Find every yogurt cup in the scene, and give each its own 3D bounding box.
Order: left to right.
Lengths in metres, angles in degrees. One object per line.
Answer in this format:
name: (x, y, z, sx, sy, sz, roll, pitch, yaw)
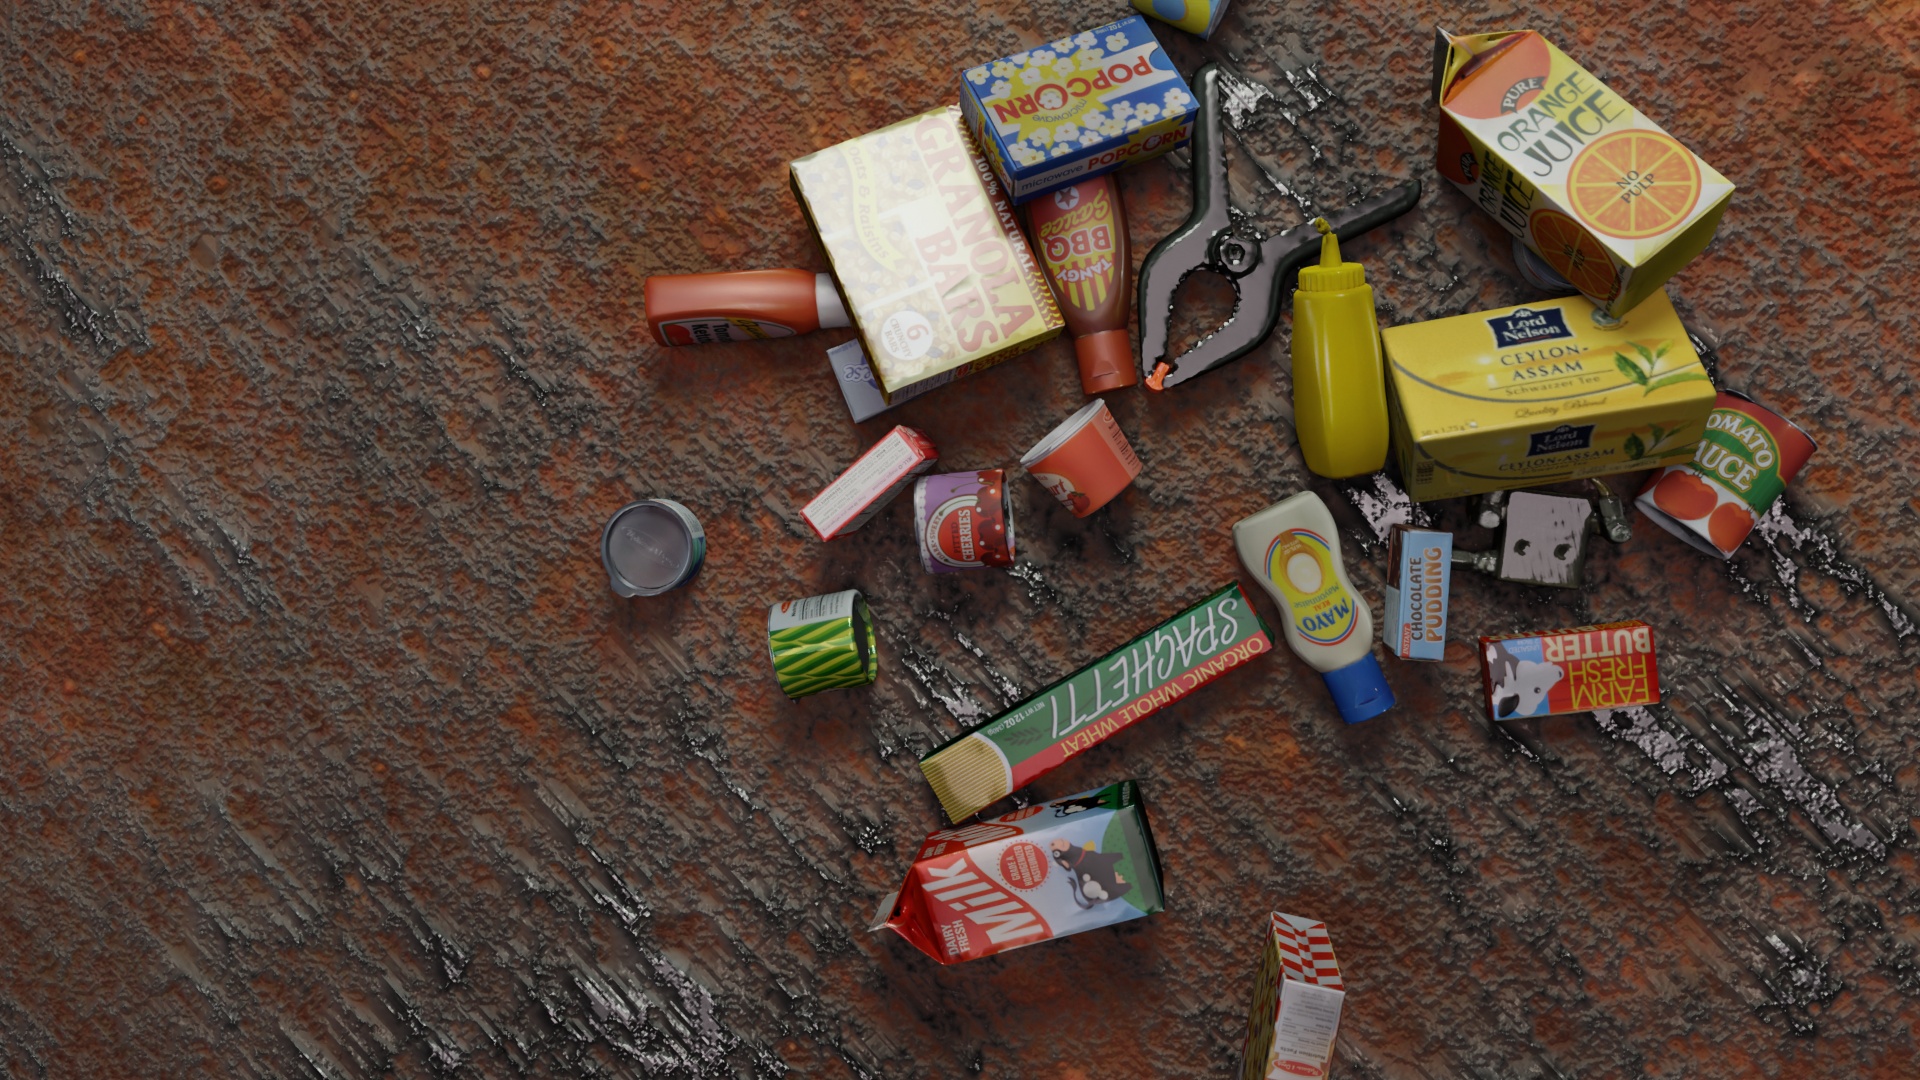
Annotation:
yogurt cup: (0.081, -0.052, 0.905, 0.072, 0.072, 0.054, -39, 96, 8)

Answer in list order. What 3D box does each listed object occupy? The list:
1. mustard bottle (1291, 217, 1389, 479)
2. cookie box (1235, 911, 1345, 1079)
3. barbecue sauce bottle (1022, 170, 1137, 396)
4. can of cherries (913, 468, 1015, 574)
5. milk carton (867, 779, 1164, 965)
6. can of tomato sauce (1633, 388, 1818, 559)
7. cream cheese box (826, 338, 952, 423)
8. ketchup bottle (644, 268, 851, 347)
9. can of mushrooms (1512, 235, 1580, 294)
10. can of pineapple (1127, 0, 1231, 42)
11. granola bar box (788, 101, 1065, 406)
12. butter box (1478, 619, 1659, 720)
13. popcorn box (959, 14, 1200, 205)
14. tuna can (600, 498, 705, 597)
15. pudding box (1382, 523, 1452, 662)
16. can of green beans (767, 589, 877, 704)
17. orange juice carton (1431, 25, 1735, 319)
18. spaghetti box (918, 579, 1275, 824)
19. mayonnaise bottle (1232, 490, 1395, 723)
mustard bottle: (0.235, -0.121, 0.866, 0.049, 0.065, 0.159, -10, 107, -6)
cookie box: (0.202, 0.338, 0.881, 0.040, 0.123, 0.167, 11, 95, 8)
barbecue sauce bottle: (0.084, -0.170, 0.907, 0.065, 0.044, 0.148, -11, 92, 14)
can of cherries: (0.003, -0.011, 0.913, 0.058, 0.071, 0.071, -5, 93, 7)
milk carton: (0.034, 0.224, 0.922, 0.190, 0.072, 0.073, -16, 92, 8)
can of tomato sauce: (0.466, -0.041, 0.851, 0.071, 0.071, 0.083, 36, 98, 4)
cream cheese box: (-0.033, -0.123, 0.935, 0.104, 0.024, 0.053, -24, 90, 8)
ketchup bottle: (-0.132, -0.158, 0.929, 0.149, 0.064, 0.043, -4, 80, -1)
can of mushrooms: (0.386, -0.189, 0.872, 0.071, 0.033, 0.071, 0, 93, 8)
can of pineapple: (0.145, -0.359, 0.875, 0.058, 0.071, 0.071, 25, 97, 5)
granola bar box: (-0.023, -0.185, 0.898, 0.124, 0.039, 0.165, -22, 82, -8)
butter box: (0.390, 0.083, 0.891, 0.103, 0.024, 0.053, -8, 93, 8)
popcorn box: (0.073, -0.271, 0.874, 0.127, 0.038, 0.085, -21, 66, -10)
tuna can: (-0.213, 0.006, 0.962, 0.071, 0.033, 0.071, 0, 93, 8)
pudding box: (0.292, 0.032, 0.888, 0.030, 0.050, 0.083, 3, 94, 6)
can of green beans: (-0.092, 0.070, 0.933, 0.058, 0.071, 0.071, -11, 92, 8)
orange juice carton: (0.349, -0.229, 0.825, 0.073, 0.071, 0.193, -40, 67, 2)
spaghetti box: (0.090, 0.108, 0.930, 0.250, 0.029, 0.050, -30, 90, 8)
mayonnaise bottle: (0.234, 0.045, 0.901, 0.065, 0.041, 0.148, -26, 89, 7)
